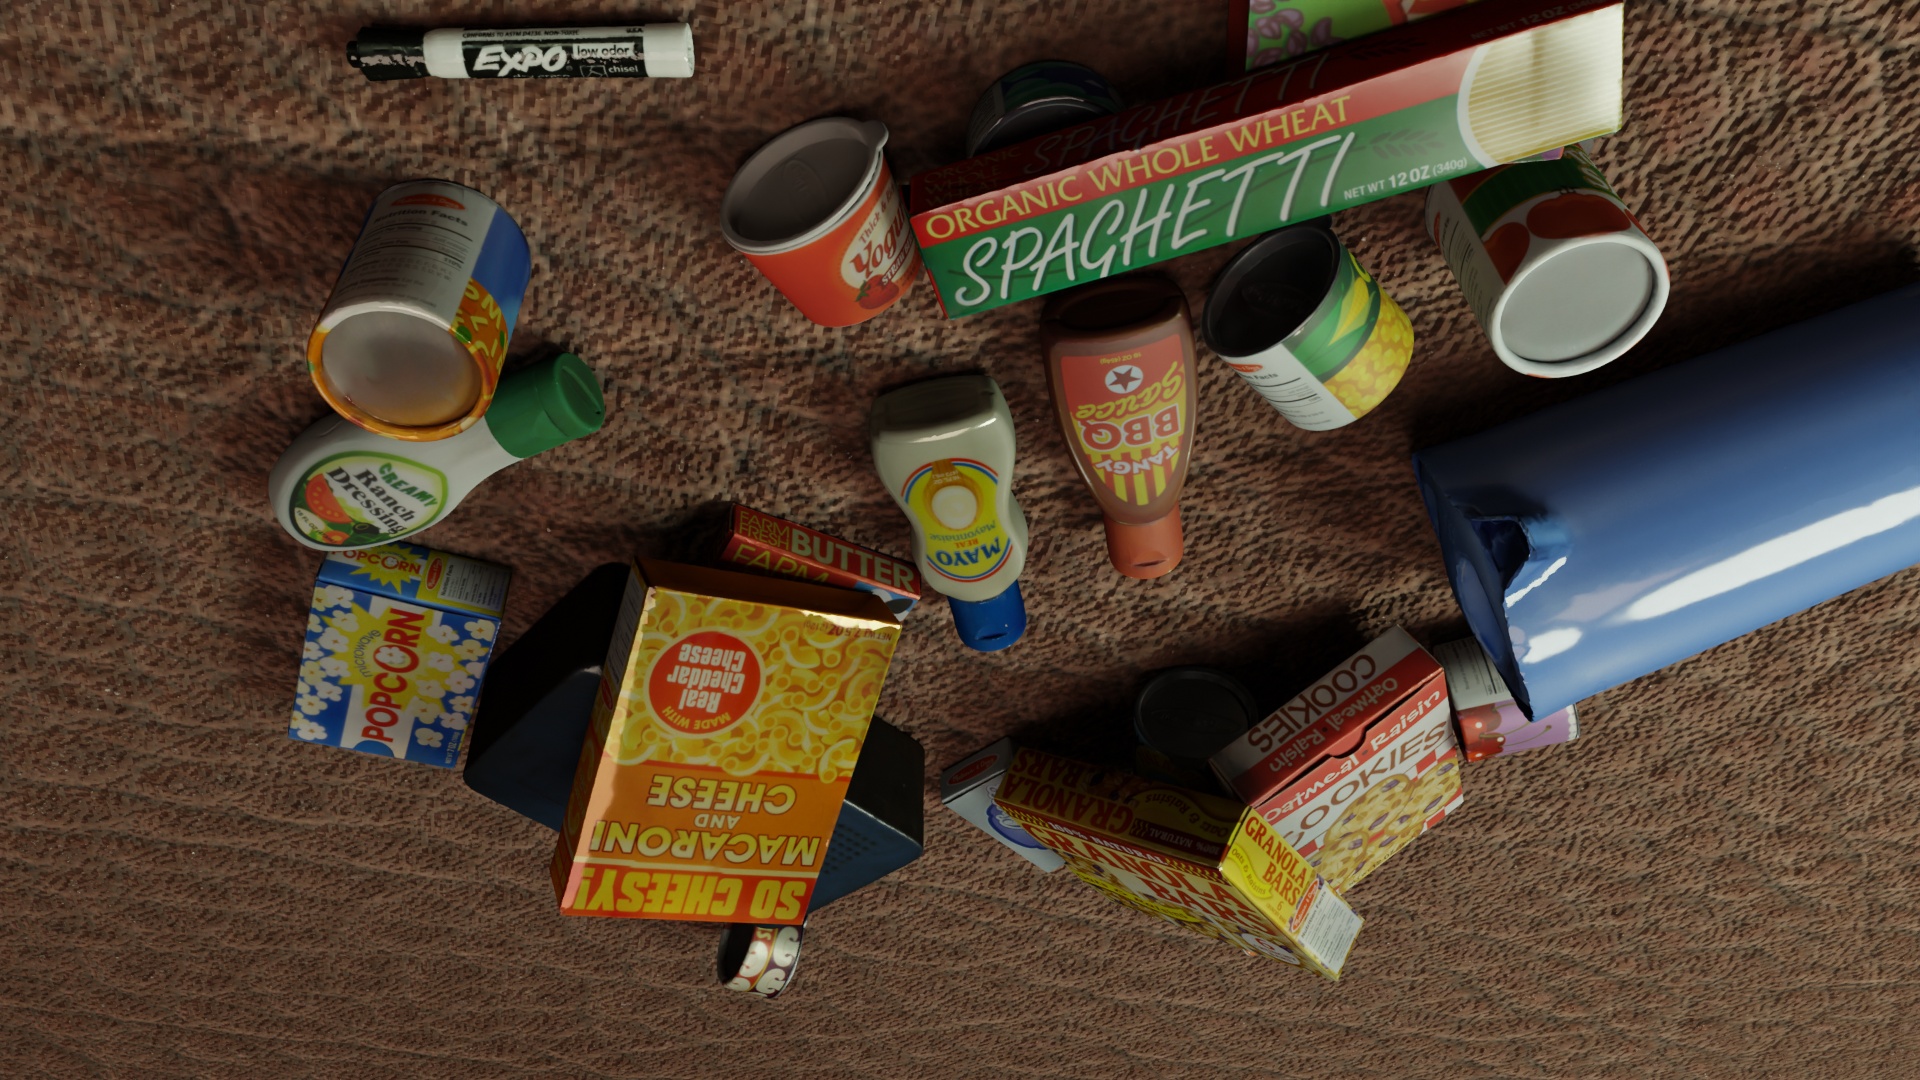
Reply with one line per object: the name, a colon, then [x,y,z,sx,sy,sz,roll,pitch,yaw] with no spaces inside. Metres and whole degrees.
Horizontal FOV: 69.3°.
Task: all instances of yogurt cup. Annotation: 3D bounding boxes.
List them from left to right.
yogurt cup: [-0.050,-0.119,0.531,0.072,0.073,0.053,-20,140,14]

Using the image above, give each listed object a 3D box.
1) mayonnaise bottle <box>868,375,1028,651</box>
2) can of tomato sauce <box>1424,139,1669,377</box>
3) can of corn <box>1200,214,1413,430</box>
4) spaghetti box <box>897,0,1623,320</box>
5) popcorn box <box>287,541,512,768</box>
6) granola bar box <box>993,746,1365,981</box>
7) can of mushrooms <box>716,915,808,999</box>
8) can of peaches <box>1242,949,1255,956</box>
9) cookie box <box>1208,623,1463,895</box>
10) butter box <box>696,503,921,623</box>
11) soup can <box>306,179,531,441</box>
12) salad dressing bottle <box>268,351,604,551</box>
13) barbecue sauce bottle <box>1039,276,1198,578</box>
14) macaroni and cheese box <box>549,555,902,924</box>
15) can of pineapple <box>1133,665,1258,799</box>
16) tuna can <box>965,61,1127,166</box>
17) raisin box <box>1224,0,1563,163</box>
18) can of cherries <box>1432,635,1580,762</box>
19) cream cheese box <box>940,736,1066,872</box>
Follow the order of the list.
mayonnaise bottle: [0.002,-0.008,0.655,0.065,0.041,0.147,-11,133,4]
can of tomato sauce: [0.228,-0.114,0.541,0.071,0.083,0.070,-2,134,-2]
can of corn: [0.145,-0.089,0.573,0.071,0.071,0.058,-36,127,27]
spaghetti box: [0.103,-0.137,0.494,0.250,0.029,0.050,-14,132,10]
popcorn box: [-0.283,0.057,0.698,0.085,0.038,0.126,15,130,-19]
granola bar box: [0.113,0.171,0.745,0.165,0.039,0.124,5,147,51]
can of mushrooms: [-0.125,0.250,0.876,0.033,0.071,0.070,22,128,-22]
can of peaches: [0.198,0.220,0.870,0.058,0.071,0.071,-23,131,16]
cookie box: [0.211,0.133,0.758,0.123,0.040,0.166,-36,140,-4]
butter box: [-0.076,0.022,0.689,0.103,0.024,0.053,20,129,-22]
soup can: [-0.206,-0.086,0.535,0.071,0.084,0.071,-2,134,-2]
salad dressing bottle: [-0.227,-0.040,0.605,0.147,0.044,0.064,-20,134,14]
barbecue sauce bottle: [0.076,-0.045,0.623,0.065,0.044,0.147,-10,134,5]
macaroni and cheese box: [-0.112,0.098,0.656,0.124,0.040,0.166,11,107,-27]
can of pineapple: [0.127,0.113,0.760,0.071,0.071,0.057,-5,134,1]
tuna can: [0.037,-0.146,0.532,0.071,0.033,0.070,-2,134,-2]
raisin box: [0.160,-0.179,0.505,0.123,0.040,0.085,-5,133,2]
can of cherries: [0.291,0.083,0.745,0.058,0.072,0.071,-17,132,12]
cream cheese box: [0.041,0.159,0.829,0.053,0.024,0.103,-32,128,25]
